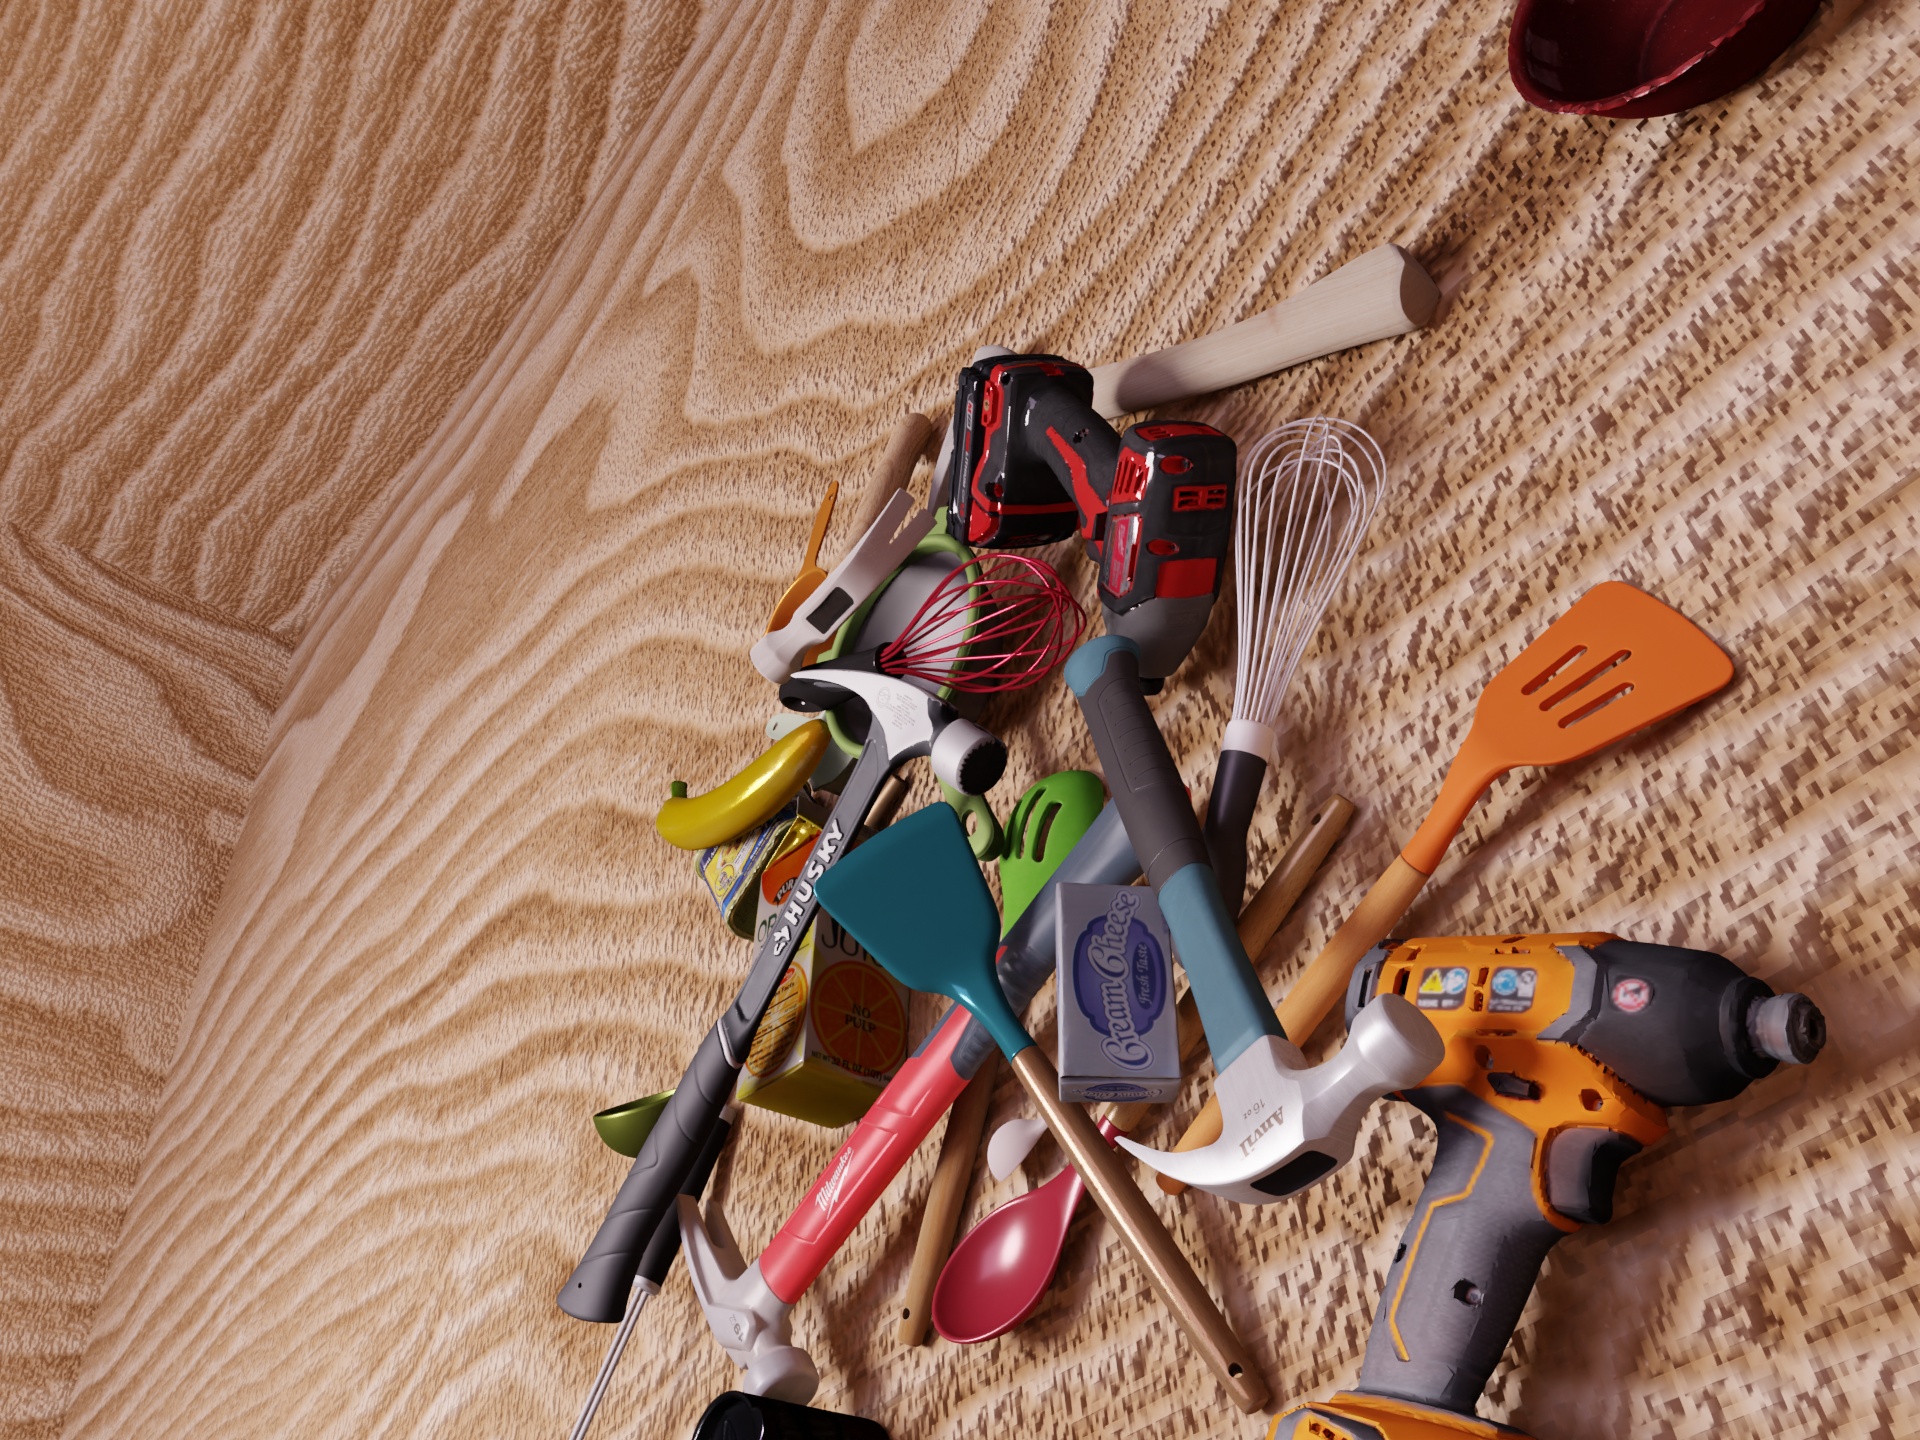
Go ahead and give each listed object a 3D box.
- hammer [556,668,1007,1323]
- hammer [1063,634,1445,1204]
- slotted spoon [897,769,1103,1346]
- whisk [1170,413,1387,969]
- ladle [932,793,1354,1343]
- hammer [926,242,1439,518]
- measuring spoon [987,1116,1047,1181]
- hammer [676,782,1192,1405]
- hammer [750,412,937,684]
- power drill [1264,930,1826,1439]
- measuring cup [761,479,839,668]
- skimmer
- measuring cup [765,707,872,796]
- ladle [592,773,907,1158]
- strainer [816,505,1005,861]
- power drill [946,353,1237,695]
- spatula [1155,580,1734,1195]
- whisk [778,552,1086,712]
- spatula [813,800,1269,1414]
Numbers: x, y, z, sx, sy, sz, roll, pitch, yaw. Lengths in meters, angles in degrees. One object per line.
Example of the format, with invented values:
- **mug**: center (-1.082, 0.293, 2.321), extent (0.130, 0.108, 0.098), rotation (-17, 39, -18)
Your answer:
- **hammer**: center (-0.121, 0.157, 0.881), extent (0.149, 0.036, 0.409), rotation (34, 98, 42)
- **hammer**: center (0.094, 0.061, 0.677), extent (0.128, 0.033, 0.331), rotation (-51, 28, 23)
- **slotted spoon**: center (0.016, 0.169, 0.842), extent (0.070, 0.031, 0.314), rotation (-4, 66, 52)
- **whisk**: center (0.143, -0.019, 0.745), extent (0.070, 0.070, 0.285), rotation (-8, 60, 55)
- **ladle**: center (0.086, 0.164, 0.735), extent (0.315, 0.031, 0.069), rotation (-56, 24, 9)
- **hammer**: center (0.112, -0.198, 0.963), extent (0.411, 0.038, 0.146), rotation (-3, 66, 57)
- **measuring spoon**: center (0.050, 0.175, 0.779), extent (0.124, 0.018, 0.034), rotation (-53, -4, 12)
- **hammer**: center (-0.017, 0.171, 0.827), extent (0.386, 0.038, 0.143), rotation (-54, 40, 11)
- **hammer**: center (-0.056, -0.144, 1.083), extent (0.130, 0.031, 0.331), rotation (-41, 17, 26)
- **power drill**: center (0.187, 0.176, 0.515), extent (0.164, 0.084, 0.227), rotation (-14, 51, 53)
- **measuring cup**: center (-0.096, -0.100, 1.200), extent (0.095, 0.052, 0.174), rotation (-24, 47, 49)
- **skimmer**: center (-0.188, 0.408, 0.953), extent (0.127, 0.090, 0.363), rotation (84, -156, -56)
- **measuring cup**: center (-0.091, 0.014, 1.120), extent (0.168, 0.038, 0.083), rotation (7, 73, 61)
- **ladle**: center (-0.138, 0.162, 1.061), extent (0.320, 0.062, 0.078), rotation (-56, -13, 6)
- **strainer**: center (-0.002, -0.003, 0.966), extent (0.151, 0.069, 0.257), rotation (-49, 39, 23)
- **power drill**: center (0.071, -0.114, 0.876), extent (0.220, 0.078, 0.143), rotation (-133, 41, -54)
- **spatula**: center (0.180, 0.081, 0.657), extent (0.322, 0.041, 0.081), rotation (-57, 30, 19)
- **whisk**: center (-0.029, -0.037, 0.912), extent (0.296, 0.073, 0.073), rotation (-15, 55, 55)
- **spatula**: center (0.038, 0.167, 0.715), extent (0.082, 0.044, 0.318), rotation (-32, 50, -7)
